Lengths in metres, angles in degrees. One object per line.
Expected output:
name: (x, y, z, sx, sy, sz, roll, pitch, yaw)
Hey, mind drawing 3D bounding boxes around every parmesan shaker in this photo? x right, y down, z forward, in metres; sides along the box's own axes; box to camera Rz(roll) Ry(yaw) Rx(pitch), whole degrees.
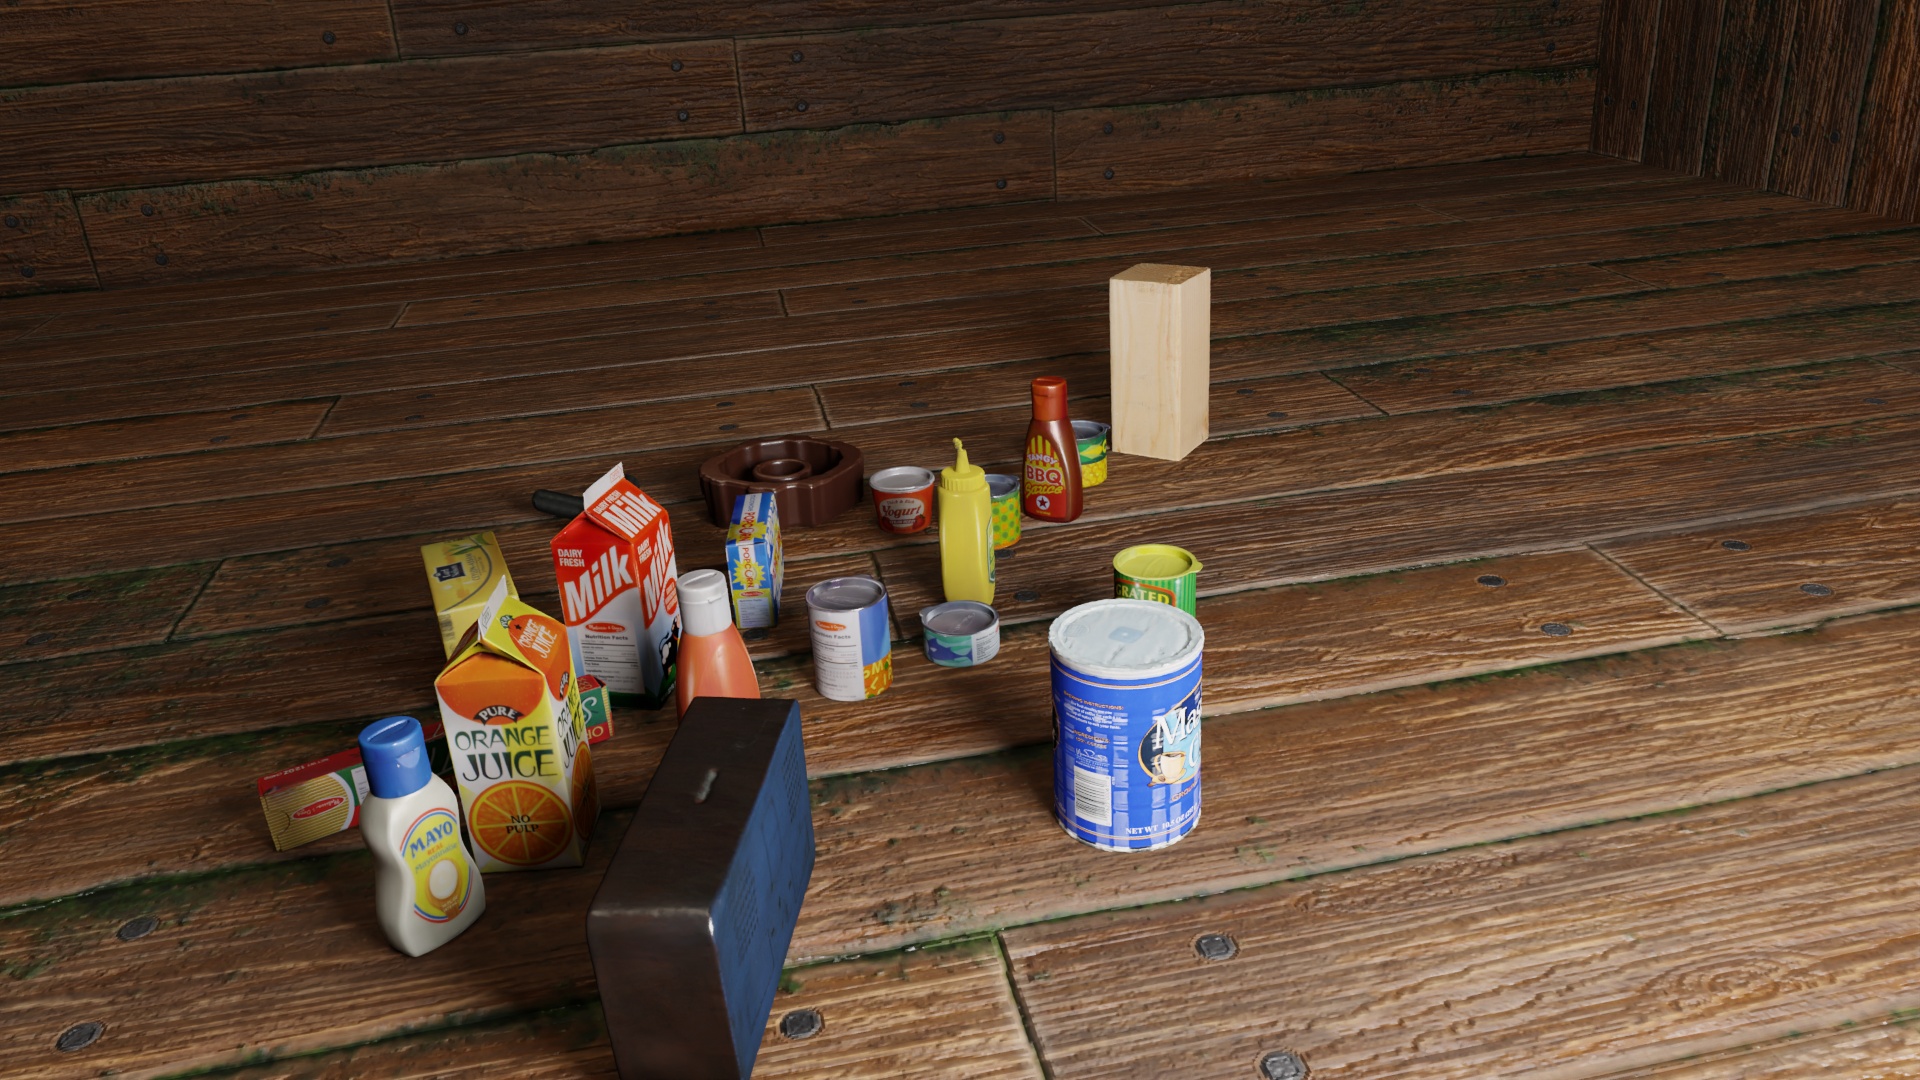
parmesan shaker: (0.159, 0.063, 1.122, 0.071, 0.102, 0.071, -3, 23, 1)

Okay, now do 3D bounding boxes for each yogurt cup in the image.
yogurt cup: (-0.060, -0.042, 1.454, 0.072, 0.053, 0.073, -3, 23, 1)

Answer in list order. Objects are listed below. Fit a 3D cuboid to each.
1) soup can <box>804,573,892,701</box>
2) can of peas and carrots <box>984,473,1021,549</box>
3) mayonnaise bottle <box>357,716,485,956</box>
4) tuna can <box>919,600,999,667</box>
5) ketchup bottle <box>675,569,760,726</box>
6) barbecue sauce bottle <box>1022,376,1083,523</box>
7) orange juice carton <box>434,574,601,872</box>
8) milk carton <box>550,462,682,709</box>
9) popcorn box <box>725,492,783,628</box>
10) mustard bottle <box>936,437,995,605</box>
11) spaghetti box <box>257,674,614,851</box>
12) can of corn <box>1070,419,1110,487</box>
soup can: (-0.090, 0.079, 1.144, 0.071, 0.083, 0.071, -3, 23, 1)
can of peas and carrots: (0.030, -0.030, 1.409, 0.071, 0.058, 0.071, -3, 23, 1)
mayonnaise bottle: (-0.340, 0.182, 0.863, 0.041, 0.147, 0.065, 12, 28, 32)
tuna can: (-0.002, 0.080, 1.195, 0.071, 0.032, 0.071, -3, 23, 1)
ketchup bottle: (-0.184, 0.096, 1.038, 0.065, 0.148, 0.043, -22, 29, -37)
barbecue sauce bottle: (0.094, -0.094, 1.436, 0.065, 0.148, 0.044, 12, 28, 32)
orange juice carton: (-0.299, 0.123, 0.936, 0.073, 0.191, 0.072, -4, 23, -2)
milk carton: (-0.278, 0.037, 1.134, 0.073, 0.189, 0.073, 1, 24, 11)
popcorn box: (-0.191, 0.017, 1.299, 0.038, 0.085, 0.127, -4, 23, -2)
mustard bottle: (0.004, -0.016, 1.253, 0.049, 0.159, 0.065, -1, 23, 5)
spaghetti box: (-0.384, 0.162, 1.037, 0.251, 0.050, 0.029, -17, 27, -29)
can of corn: (0.133, -0.097, 1.549, 0.071, 0.058, 0.071, -3, 23, 1)
